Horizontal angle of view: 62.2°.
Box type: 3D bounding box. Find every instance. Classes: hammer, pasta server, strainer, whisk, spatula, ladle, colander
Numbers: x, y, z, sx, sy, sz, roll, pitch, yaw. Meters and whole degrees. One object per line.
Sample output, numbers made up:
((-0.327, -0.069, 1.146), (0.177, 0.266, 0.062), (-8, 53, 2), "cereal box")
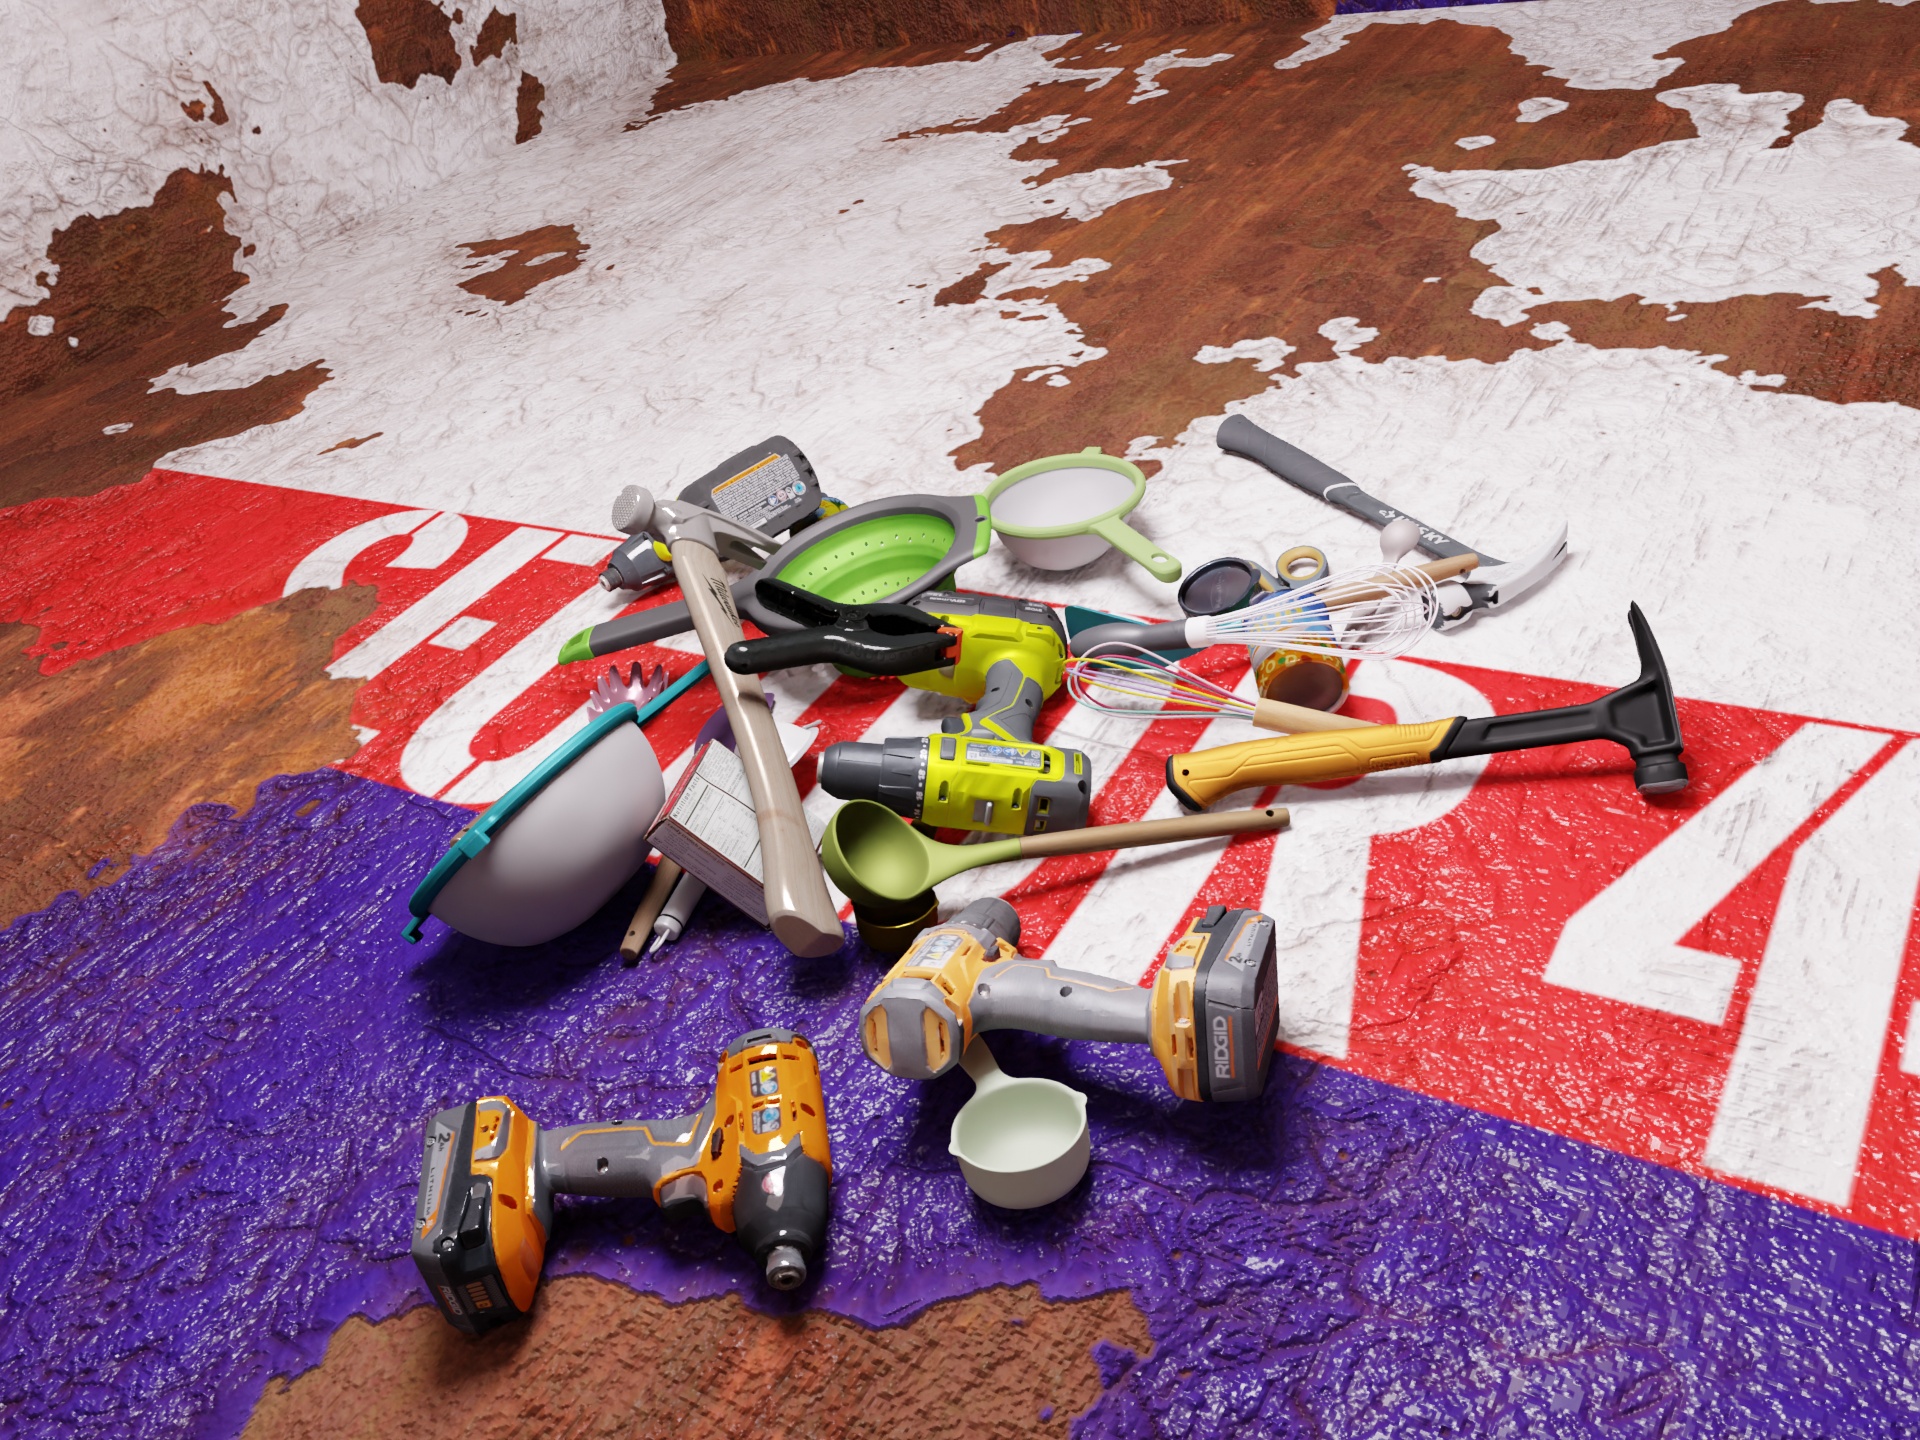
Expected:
((0.307, 0.008, 1.087), (0.337, 0.034, 0.127), (-9, 74, 15), "hammer")
((-0.315, 0.025, 1.261), (0.060, 0.040, 0.316), (6, 23, 14), "pasta server")
((-0.148, -0.007, 1.160), (0.038, 0.146, 0.411), (-44, 50, 28), "hammer")
((-0.246, 0.056, 1.173), (0.340, 0.095, 0.211), (-45, 2, -40), "strainer")
((0.203, -0.068, 1.146), (0.285, 0.070, 0.070), (-5, 34, 34), "whisk")
((0.119, -0.155, 1.391), (0.151, 0.069, 0.257), (-24, 36, -17), "strainer")
((-0.207, 0.071, 1.235), (0.060, 0.018, 0.316), (-7, 34, 16), "spatula")
((-0.173, 0.073, 1.194), (0.087, 0.050, 0.259), (-26, 28, 42), "strainer")
((0.067, 0.076, 1.069), (0.320, 0.062, 0.078), (-6, 52, -5), "ladle")
((0.352, -0.197, 1.397), (0.149, 0.036, 0.409), (-23, 35, -15), "hammer")
((0.191, -0.011, 1.148), (0.245, 0.047, 0.051), (13, 45, 11), "whisk")
((0.242, -0.090, 1.239), (0.317, 0.082, 0.044), (-15, 53, 6), "spatula")
((-0.150, -0.081, 1.370), (0.397, 0.094, 0.205), (-15, 33, 11), "colander")

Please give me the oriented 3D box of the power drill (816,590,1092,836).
((-0.002, -0.004, 1.185), (0.190, 0.080, 0.229), (6, 36, -1), "power drill")

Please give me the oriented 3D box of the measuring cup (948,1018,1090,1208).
((0.021, 0.224, 0.930), (0.083, 0.038, 0.168), (-19, 24, -13), "measuring cup")

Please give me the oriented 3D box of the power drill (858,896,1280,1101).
((0.073, 0.155, 0.949), (0.226, 0.084, 0.185), (-1, 14, 18), "power drill")

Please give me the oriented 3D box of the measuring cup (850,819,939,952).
((-0.034, 0.111, 1.118), (0.062, 0.029, 0.157), (-1, 27, 12), "measuring cup")

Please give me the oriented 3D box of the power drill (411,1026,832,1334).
((-0.184, 0.268, 0.900), (0.226, 0.084, 0.164), (-12, 35, -4), "power drill")

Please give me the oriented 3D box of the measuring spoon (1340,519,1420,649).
((0.326, -0.110, 1.257), (0.034, 0.018, 0.124), (7, 63, 54), "measuring spoon")

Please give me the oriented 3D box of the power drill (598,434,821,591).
((-0.239, -0.183, 1.494), (0.171, 0.080, 0.223), (-36, 12, -30), "power drill")
